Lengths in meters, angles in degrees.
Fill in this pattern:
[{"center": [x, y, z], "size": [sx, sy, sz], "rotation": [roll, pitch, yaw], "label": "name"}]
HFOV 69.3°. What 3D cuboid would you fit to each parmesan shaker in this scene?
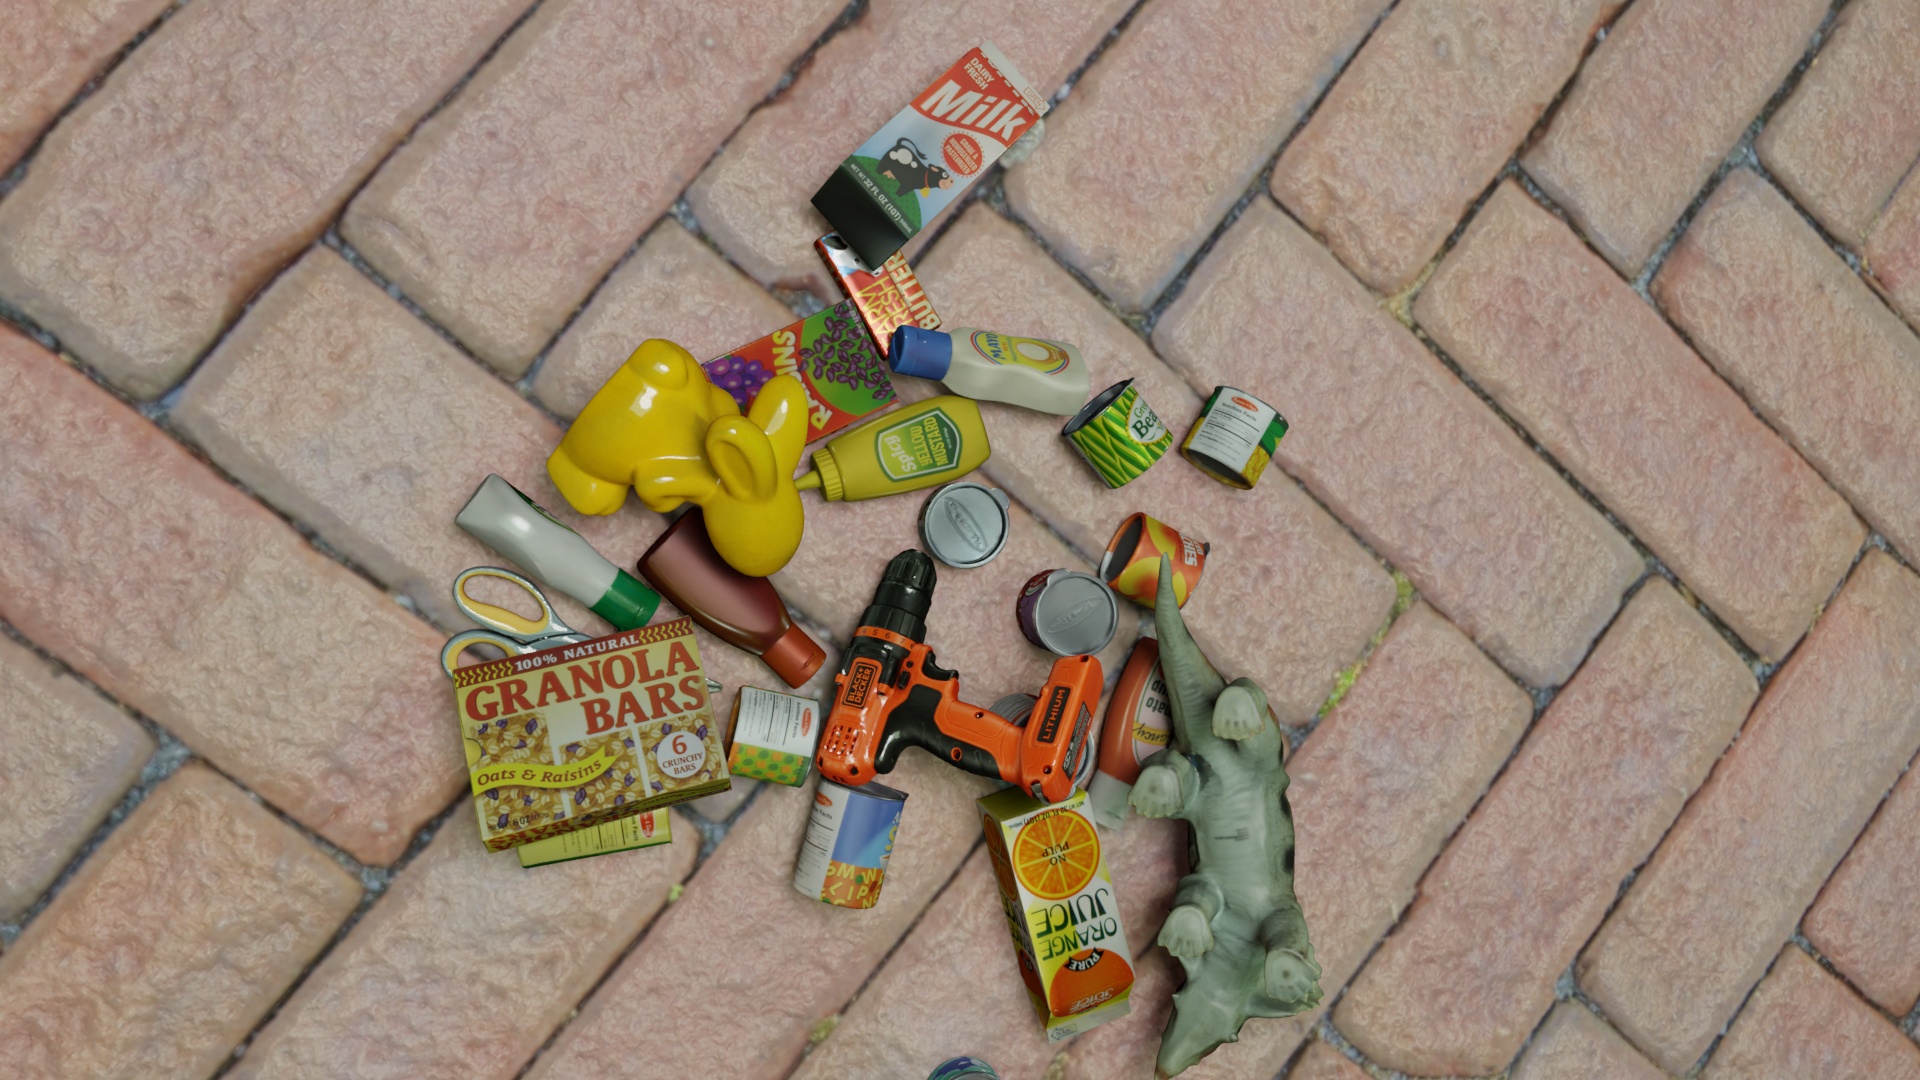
[{"center": [-0.260, 0.187, 0.982], "size": [0.103, 0.071, 0.071], "rotation": [-7, 93, -13], "label": "parmesan shaker"}]

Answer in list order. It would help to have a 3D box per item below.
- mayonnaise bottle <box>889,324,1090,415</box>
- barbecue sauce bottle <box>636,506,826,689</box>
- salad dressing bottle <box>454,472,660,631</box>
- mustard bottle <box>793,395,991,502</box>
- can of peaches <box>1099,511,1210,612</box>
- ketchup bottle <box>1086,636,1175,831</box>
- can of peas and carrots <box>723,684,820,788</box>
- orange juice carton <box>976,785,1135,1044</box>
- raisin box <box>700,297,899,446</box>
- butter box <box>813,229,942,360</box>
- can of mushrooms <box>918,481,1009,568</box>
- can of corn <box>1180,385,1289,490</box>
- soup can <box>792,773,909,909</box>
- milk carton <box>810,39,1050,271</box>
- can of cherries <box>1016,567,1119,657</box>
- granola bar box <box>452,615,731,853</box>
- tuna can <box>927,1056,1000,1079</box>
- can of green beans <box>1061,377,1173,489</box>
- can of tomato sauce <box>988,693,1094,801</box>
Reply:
[{"center": [0.022, -0.132, 1.043], "size": [0.148, 0.065, 0.041], "rotation": [8, 132, -21], "label": "mayonnaise bottle"}, {"center": [-0.162, 0.047, 1.015], "size": [0.148, 0.043, 0.065], "rotation": [45, 63, -12], "label": "barbecue sauce bottle"}, {"center": [-0.282, 0.013, 0.980], "size": [0.147, 0.064, 0.044], "rotation": [38, 72, -20], "label": "salad dressing bottle"}, {"center": [-0.059, -0.061, 1.037], "size": [0.160, 0.049, 0.065], "rotation": [-20, 94, -13], "label": "mustard bottle"}, {"center": [0.150, 0.017, 1.081], "size": [0.058, 0.071, 0.071], "rotation": [27, 85, -12], "label": "can of peaches"}, {"center": [0.140, 0.154, 1.093], "size": [0.064, 0.043, 0.149], "rotation": [28, 85, -24], "label": "ketchup bottle"}, {"center": [-0.139, 0.144, 1.014], "size": [0.059, 0.071, 0.071], "rotation": [14, 88, -13], "label": "can of peas and carrots"}, {"center": [0.077, 0.285, 1.064], "size": [0.072, 0.073, 0.192], "rotation": [-16, 95, -13], "label": "orange juice carton"}, {"center": [-0.120, -0.114, 1.027], "size": [0.123, 0.040, 0.086], "rotation": [-26, 98, -12], "label": "raisin box"}, {"center": [-0.062, -0.193, 1.047], "size": [0.053, 0.024, 0.103], "rotation": [-32, 98, -12], "label": "butter box"}, {"center": [0.004, -0.013, 1.062], "size": [0.071, 0.033, 0.071], "rotation": [0, 91, -13], "label": "can of mushrooms"}, {"center": [0.217, -0.080, 1.099], "size": [0.071, 0.071, 0.058], "rotation": [32, 84, -12], "label": "can of corn"}, {"center": [-0.080, 0.222, 1.028], "size": [0.071, 0.071, 0.084], "rotation": [15, 88, -14], "label": "soup can"}, {"center": [-0.014, -0.291, 1.022], "size": [0.072, 0.073, 0.191], "rotation": [46, 67, -11], "label": "milk carton"}, {"center": [0.081, 0.053, 1.070], "size": [0.071, 0.058, 0.071], "rotation": [0, 92, -13], "label": "can of cherries"}, {"center": [-0.252, 0.131, 0.953], "size": [0.166, 0.039, 0.124], "rotation": [-13, 66, -15], "label": "granola bar box"}, {"center": [0.007, 0.434, 1.070], "size": [0.071, 0.033, 0.071], "rotation": [0, 91, -14], "label": "tuna can"}, {"center": [0.122, -0.081, 1.073], "size": [0.071, 0.071, 0.058], "rotation": [-43, 101, -9], "label": "can of green beans"}, {"center": [0.057, 0.155, 1.052], "size": [0.071, 0.083, 0.071], "rotation": [0, 91, -14], "label": "can of tomato sauce"}]
